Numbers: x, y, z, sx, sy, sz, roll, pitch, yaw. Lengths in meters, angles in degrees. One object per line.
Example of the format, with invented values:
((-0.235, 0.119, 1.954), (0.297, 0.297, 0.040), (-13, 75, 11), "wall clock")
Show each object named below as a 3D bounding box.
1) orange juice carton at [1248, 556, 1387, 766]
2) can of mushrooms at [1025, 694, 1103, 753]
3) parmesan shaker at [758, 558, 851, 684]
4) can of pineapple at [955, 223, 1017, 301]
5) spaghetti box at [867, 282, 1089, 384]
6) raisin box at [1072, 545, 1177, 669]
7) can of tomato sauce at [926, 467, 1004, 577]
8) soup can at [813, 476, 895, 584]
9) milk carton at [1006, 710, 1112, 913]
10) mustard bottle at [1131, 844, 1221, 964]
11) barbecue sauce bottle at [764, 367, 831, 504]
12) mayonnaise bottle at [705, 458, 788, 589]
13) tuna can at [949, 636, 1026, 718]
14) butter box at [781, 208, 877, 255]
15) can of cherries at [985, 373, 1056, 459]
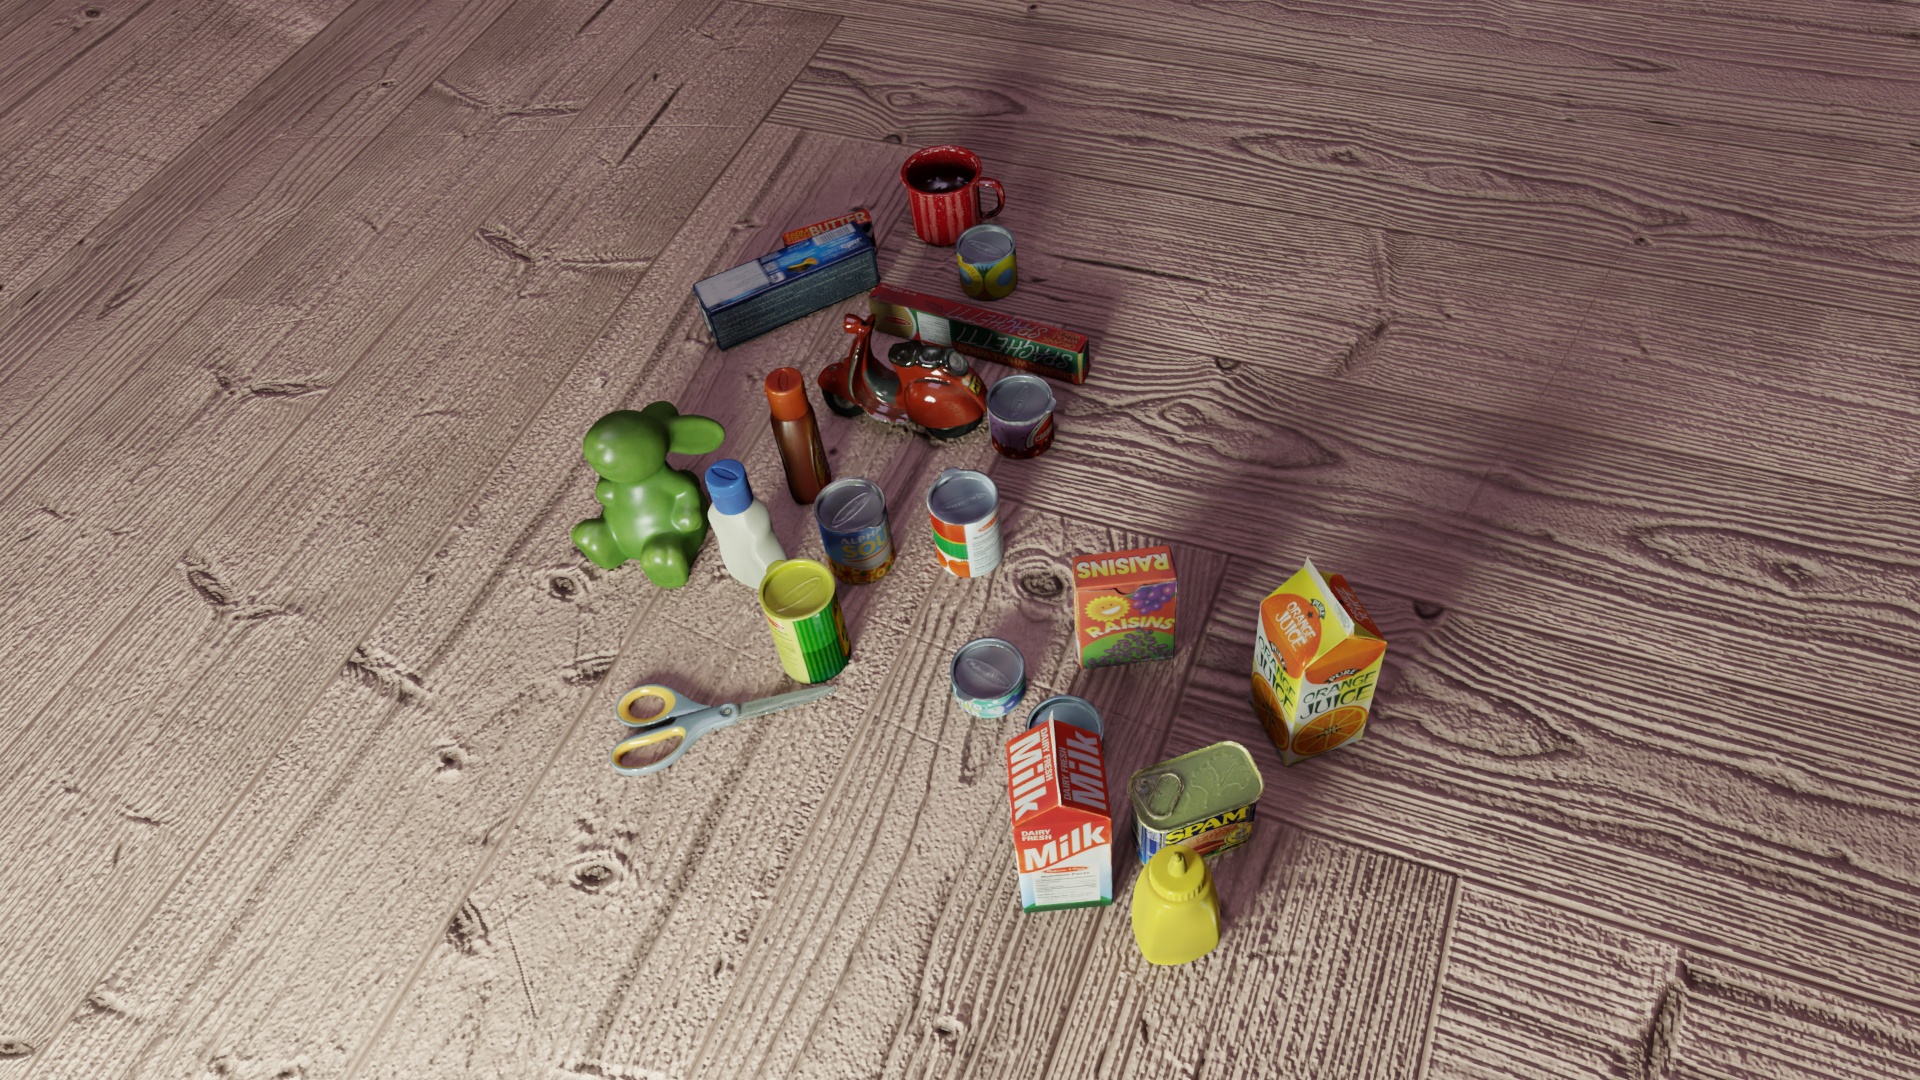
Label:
((0.284, 0.095, 1.108), (0.073, 0.191, 0.072), (-18, 52, -7), "orange juice carton")
((0.087, 0.169, 1.173), (0.071, 0.033, 0.071), (-3, 51, 4), "can of mushrooms")
((-0.137, 0.071, 1.232), (0.071, 0.102, 0.072), (-3, 52, 4), "parmesan shaker")
((0.028, -0.308, 1.543), (0.071, 0.057, 0.071), (-3, 52, 4), "can of pineapple")
((0.020, -0.221, 1.479), (0.250, 0.050, 0.029), (18, 56, 19), "spaghetti box")
((0.141, 0.059, 1.197), (0.086, 0.122, 0.040), (-6, 52, 2), "raisin box")
((0.005, -0.016, 1.298), (0.071, 0.082, 0.071), (-3, 52, 4), "can of tomato sauce")
((-0.096, -0.007, 1.301), (0.071, 0.083, 0.072), (-3, 52, 4), "soup can")
((0.075, 0.206, 1.045), (0.073, 0.189, 0.073), (-6, 52, 2), "milk carton")
((0.158, 0.260, 1.013), (0.065, 0.159, 0.049), (-11, 52, -2), "mustard bottle")
((-0.158, -0.103, 1.344), (0.044, 0.147, 0.065), (-6, 51, 2), "barbecue sauce bottle")
((-0.200, -0.014, 1.278), (0.065, 0.147, 0.041), (21, 57, 21), "mayonnaise bottle")
((0.023, 0.122, 1.218), (0.071, 0.032, 0.071), (-3, 51, 4), "tuna can")
((-0.149, -0.339, 1.591), (0.104, 0.052, 0.024), (-18, 52, -8), "butter box")
((0.063, -0.123, 1.391), (0.071, 0.058, 0.072), (-3, 52, 4), "can of cherries")
